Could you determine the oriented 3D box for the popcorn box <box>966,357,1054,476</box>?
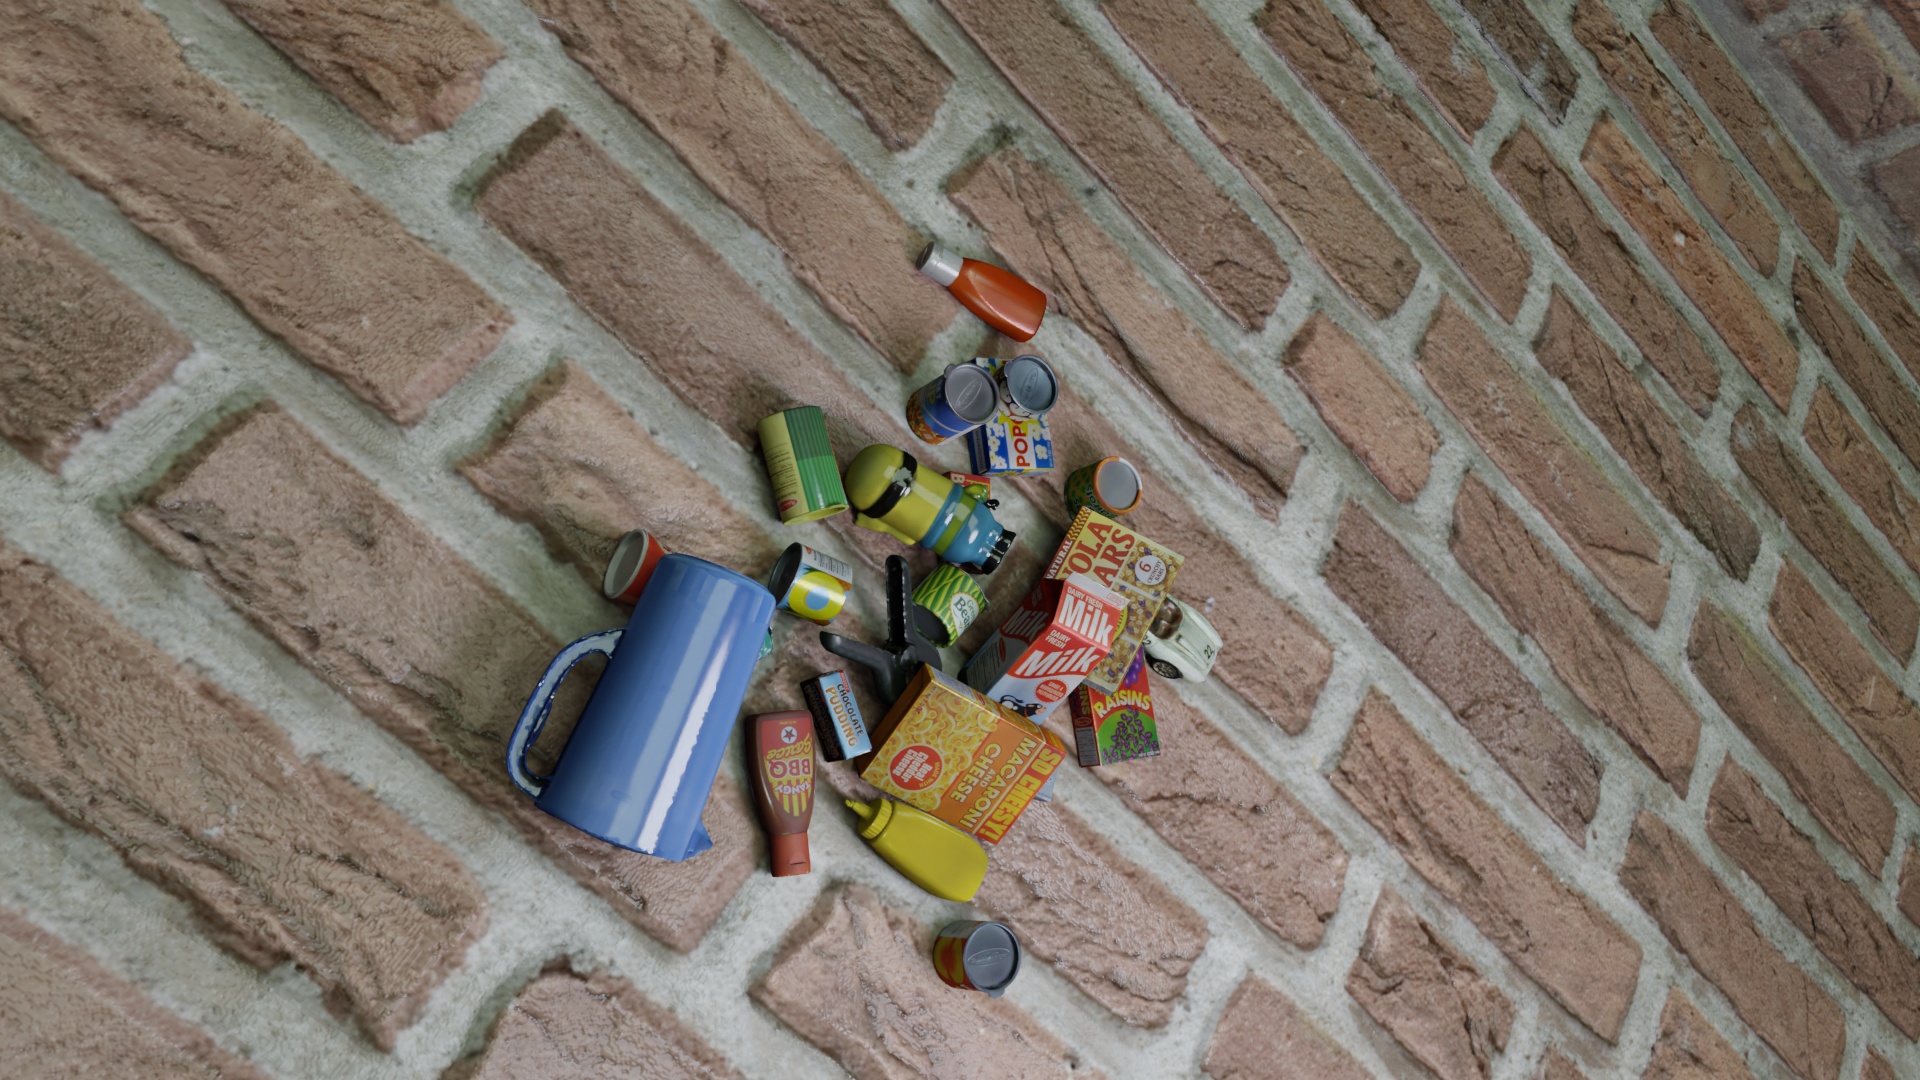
[{"bbox_3d":[0.050,-0.133,1.506,0.085,0.038,0.127,-2,79,-32],"label":"popcorn box"}]

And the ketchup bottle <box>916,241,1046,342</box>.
[{"bbox_3d":[0.023,-0.277,1.523,0.149,0.043,0.065,27,65,-24],"label":"ketchup bottle"}]

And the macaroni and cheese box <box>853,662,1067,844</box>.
[{"bbox_3d":[0.001,0.209,1.350,0.166,0.040,0.123,31,103,-23],"label":"macaroni and cheese box"}]

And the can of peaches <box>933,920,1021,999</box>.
[{"bbox_3d":[0.016,0.403,1.338,0.071,0.058,0.071,8,74,-31],"label":"can of peaches"}]

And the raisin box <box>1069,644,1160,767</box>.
[{"bbox_3d":[0.163,0.177,1.498,0.086,0.040,0.123,-4,81,-32],"label":"raisin box"}]

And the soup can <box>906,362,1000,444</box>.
[{"bbox_3d":[-0.010,-0.143,1.445,0.071,0.083,0.071,9,73,-30],"label":"soup can"}]

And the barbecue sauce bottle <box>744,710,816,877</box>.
[{"bbox_3d":[-0.162,0.233,1.280,0.065,0.043,0.148,1,78,-33],"label":"barbecue sauce bottle"}]

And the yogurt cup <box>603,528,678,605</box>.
[{"bbox_3d":[-0.280,0.030,1.247,0.054,0.072,0.072,30,64,-32],"label":"yogurt cup"}]

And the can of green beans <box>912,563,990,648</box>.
[{"bbox_3d":[-0.017,0.066,1.397,0.071,0.071,0.058,51,58,-11],"label":"can of green beans"}]

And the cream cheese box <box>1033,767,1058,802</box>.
[{"bbox_3d":[0.053,0.228,1.425,0.104,0.024,0.053,24,66,-25],"label":"cream cheese box"}]

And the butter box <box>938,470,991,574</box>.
[{"bbox_3d":[0.005,-0.018,1.458,0.053,0.024,0.103,8,74,-31],"label":"butter box"}]

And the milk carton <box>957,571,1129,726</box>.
[{"bbox_3d":[0.082,0.108,1.372,0.072,0.189,0.074,27,29,-23],"label":"milk carton"}]

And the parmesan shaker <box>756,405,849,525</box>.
[{"bbox_3d":[-0.151,-0.073,1.347,0.071,0.071,0.103,-12,84,-33],"label":"parmesan shaker"}]

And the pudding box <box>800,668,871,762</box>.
[{"bbox_3d":[-0.118,0.167,1.320,0.030,0.049,0.083,-18,88,-32],"label":"pudding box"}]

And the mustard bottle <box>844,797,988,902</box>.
[{"bbox_3d":[-0.048,0.287,1.333,0.160,0.048,0.065,37,64,-18],"label":"mustard bottle"}]

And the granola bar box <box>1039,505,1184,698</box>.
[{"bbox_3d":[0.144,0.064,1.465,0.124,0.039,0.166,27,74,10],"label":"granola bar box"}]

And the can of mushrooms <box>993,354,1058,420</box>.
[{"bbox_3d":[0.067,-0.164,1.480,0.071,0.033,0.071,8,74,-30],"label":"can of mushrooms"}]

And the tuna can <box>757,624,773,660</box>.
[{"bbox_3d":[-0.204,0.084,1.275,0.033,0.071,0.071,-32,96,-32],"label":"tuna can"}]

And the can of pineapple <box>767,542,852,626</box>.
[{"bbox_3d":[-0.145,0.044,1.326,0.058,0.071,0.071,25,66,-25],"label":"can of pineapple"}]

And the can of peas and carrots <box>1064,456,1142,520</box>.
[{"bbox_3d":[0.157,-0.054,1.541,0.071,0.058,0.071,8,73,-30],"label":"can of peas and carrots"}]
